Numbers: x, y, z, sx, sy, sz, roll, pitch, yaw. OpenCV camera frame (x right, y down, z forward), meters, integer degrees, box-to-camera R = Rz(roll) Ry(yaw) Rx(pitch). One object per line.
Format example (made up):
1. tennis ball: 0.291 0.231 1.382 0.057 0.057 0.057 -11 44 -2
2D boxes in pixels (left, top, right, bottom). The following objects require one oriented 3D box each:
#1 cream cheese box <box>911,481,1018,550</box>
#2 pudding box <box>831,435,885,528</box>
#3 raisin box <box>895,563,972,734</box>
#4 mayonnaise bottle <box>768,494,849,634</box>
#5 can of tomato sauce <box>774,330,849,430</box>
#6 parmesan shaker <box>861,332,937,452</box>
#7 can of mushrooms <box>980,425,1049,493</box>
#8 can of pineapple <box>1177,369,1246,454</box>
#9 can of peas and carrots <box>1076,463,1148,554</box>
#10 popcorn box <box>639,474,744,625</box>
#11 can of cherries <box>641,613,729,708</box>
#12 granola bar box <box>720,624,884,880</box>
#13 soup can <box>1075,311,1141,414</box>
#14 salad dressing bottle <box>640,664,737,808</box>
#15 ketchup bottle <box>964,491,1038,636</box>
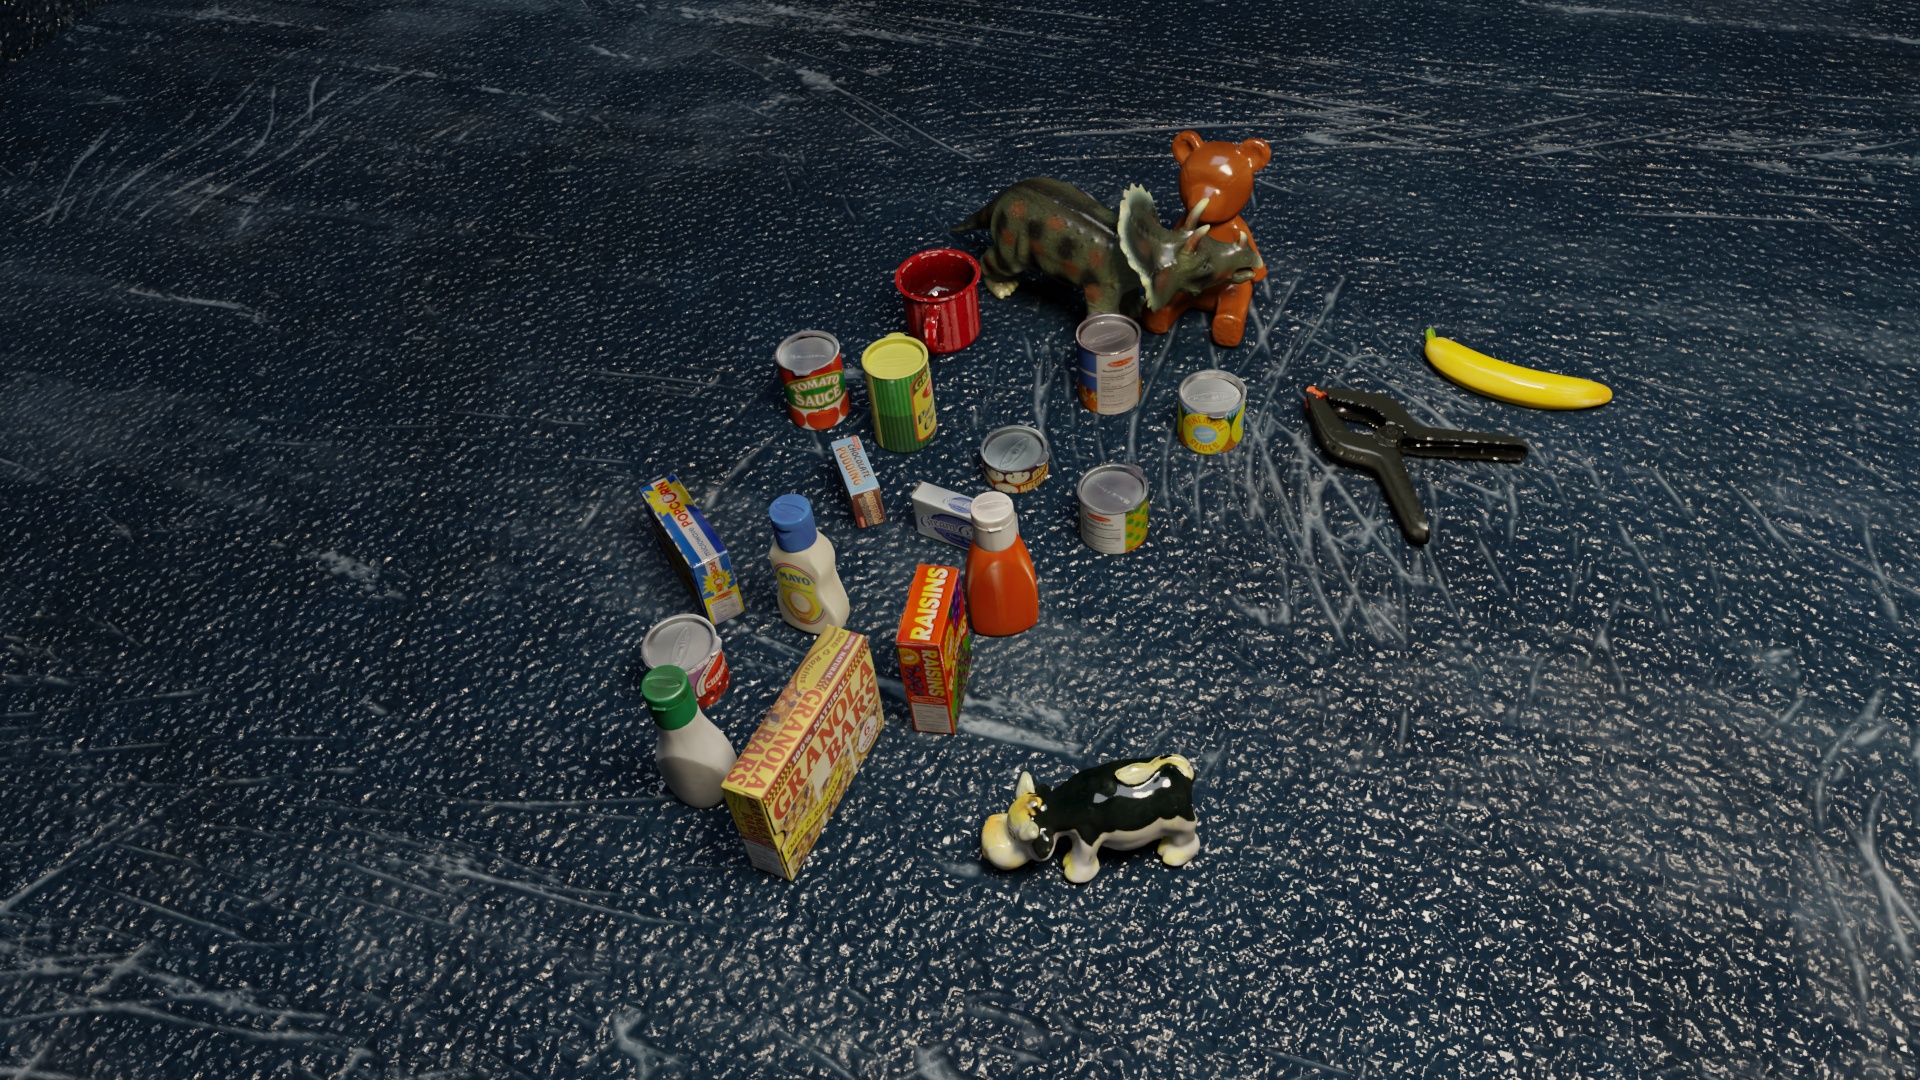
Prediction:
1. cream cheese box: 0.005 -0.016 1.313 0.104 0.053 0.024 19 53 23
2. pudding box: -0.101 -0.058 1.368 0.030 0.049 0.084 -17 48 -8
3. raisin box: -0.021 0.092 1.168 0.040 0.122 0.086 5 48 12
4. mayonnaise bottle: -0.139 0.022 1.230 0.065 0.147 0.041 14 51 19
5. can of tomato sauce: -0.153 -0.165 1.451 0.071 0.082 0.071 -4 47 4
6. parmesan shaker: -0.060 -0.149 1.411 0.071 0.102 0.072 -4 47 4
7. can of mushrooms: 0.056 -0.080 1.379 0.071 0.033 0.071 -3 47 4
8. can of pineapple: 0.249 -0.126 1.383 0.071 0.057 0.071 -3 47 4
9. can of peas and carrots: 0.145 -0.031 1.306 0.071 0.058 0.071 -3 47 4
10. popcorn box: -0.251 0.009 1.300 0.038 0.084 0.127 -27 50 -17
11. can of cherries: -0.239 0.109 1.223 0.071 0.058 0.072 -3 47 4
12. granola bar box: -0.120 0.169 1.108 0.039 0.123 0.166 16 51 20
13. soup can: 0.152 -0.183 1.430 0.071 0.083 0.072 -4 47 4
14. salad dressing bottle: -0.220 0.158 1.114 0.064 0.146 0.044 4 48 11
15. ketchup bottle: 0.033 0.022 1.209 0.065 0.148 0.044 -9 47 -1
